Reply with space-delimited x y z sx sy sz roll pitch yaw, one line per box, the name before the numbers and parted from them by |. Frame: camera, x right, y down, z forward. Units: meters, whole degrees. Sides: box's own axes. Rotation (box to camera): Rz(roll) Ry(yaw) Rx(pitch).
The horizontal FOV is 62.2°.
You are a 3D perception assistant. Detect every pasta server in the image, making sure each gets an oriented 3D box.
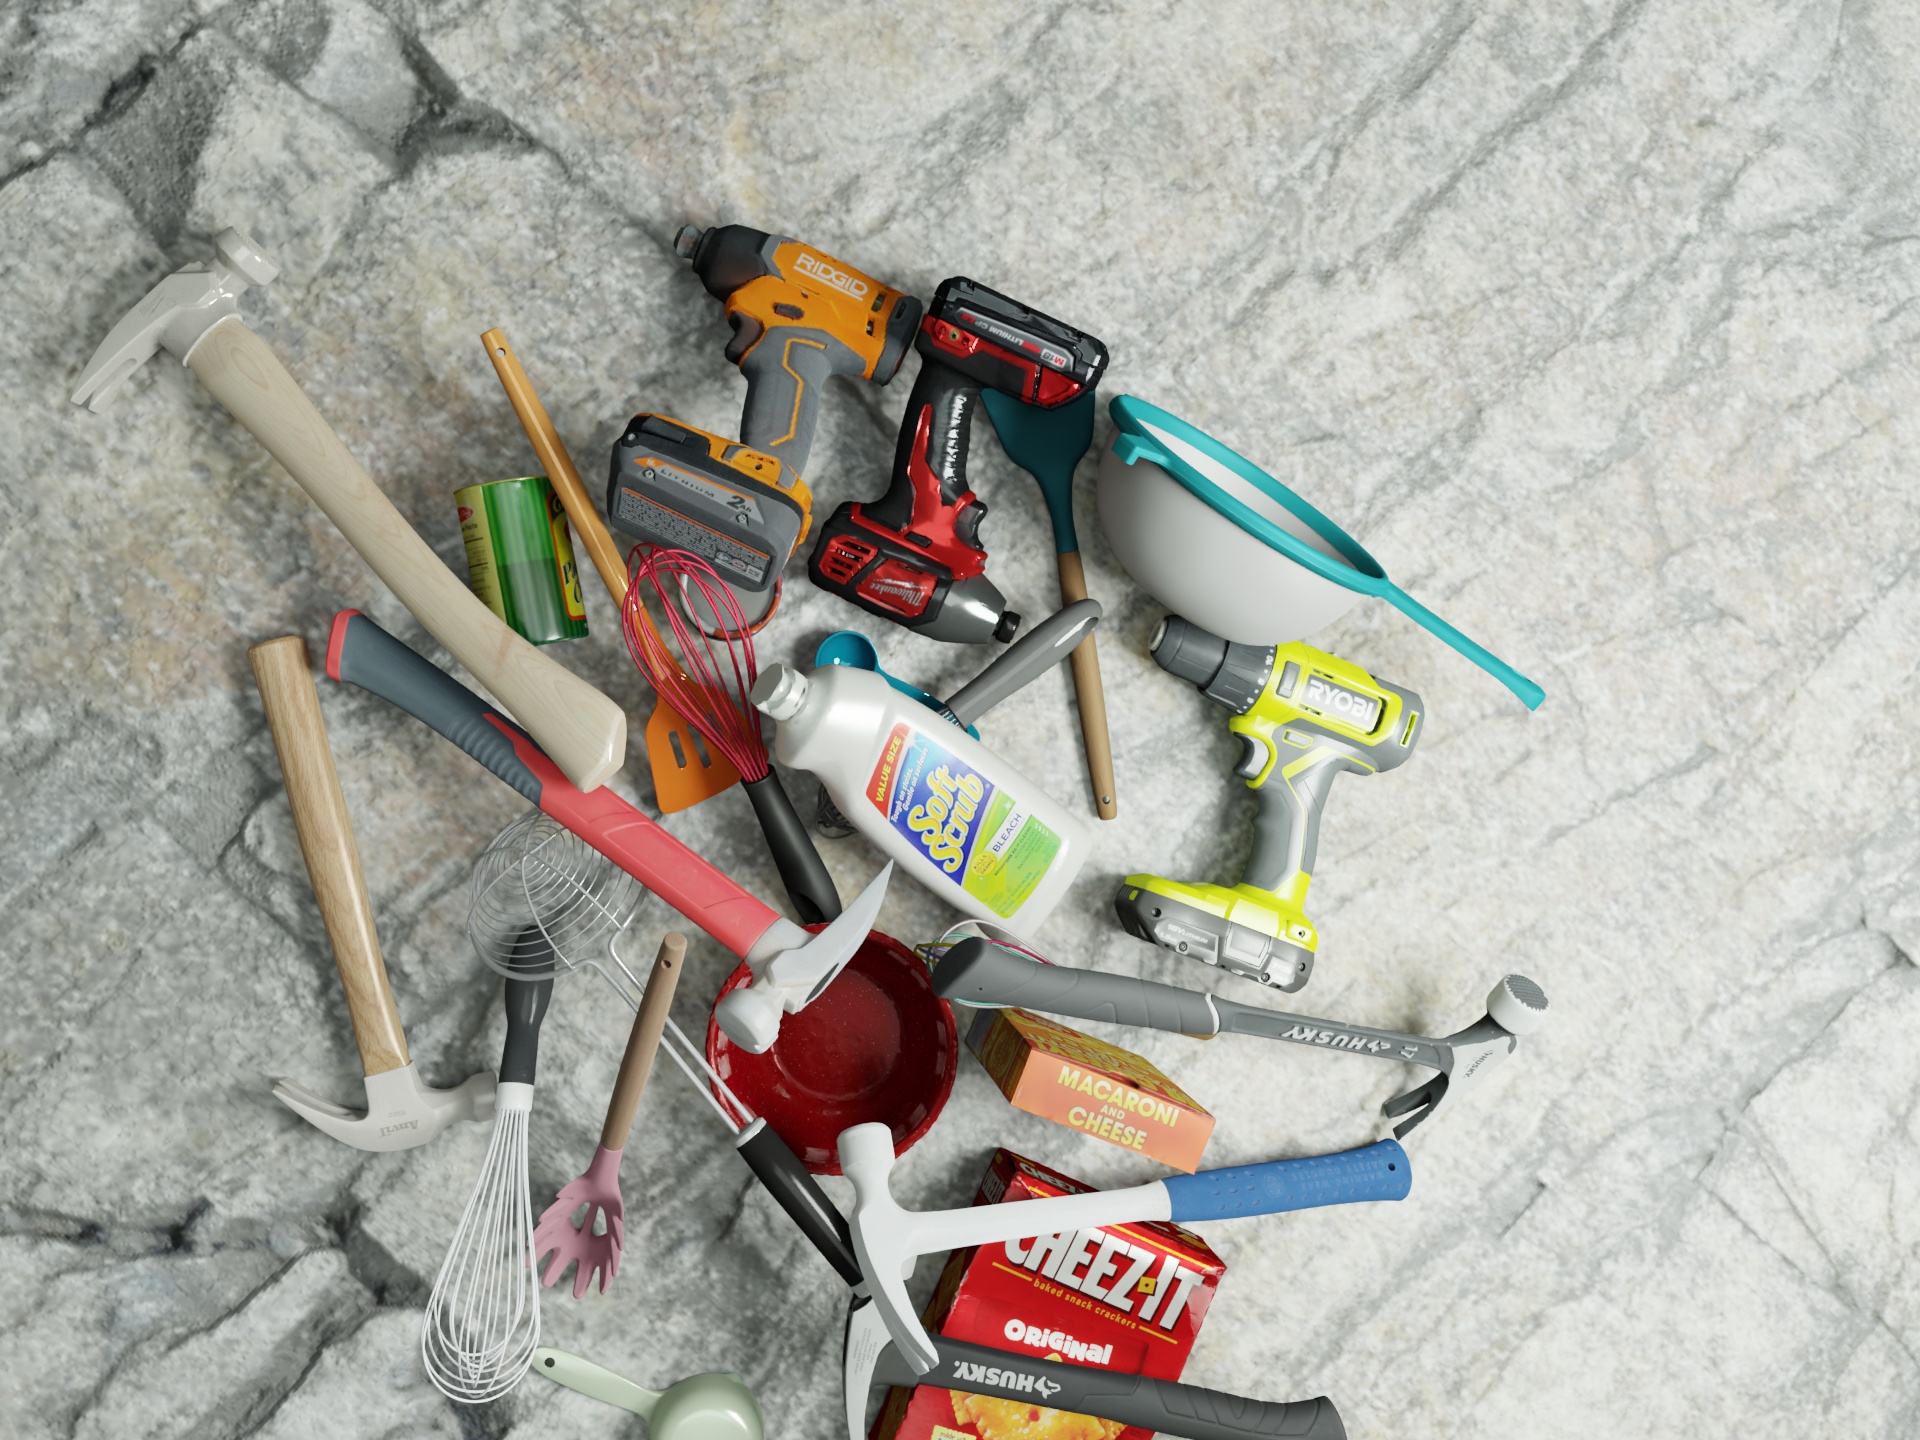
pasta server | -0.206 0.242 0.953 0.060 0.040 0.316 21 126 -3

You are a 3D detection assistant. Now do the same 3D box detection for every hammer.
hammer | 0.123 0.317 1.025 0.405 0.035 0.144 1 59 -25
hammer | 0.087 0.431 1.006 0.334 0.035 0.146 14 85 -6
hammer | -0.357 -0.108 0.957 0.146 0.038 0.411 -44 83 0
hammer | -0.226 0.037 0.970 0.386 0.038 0.143 34 54 13
hammer | -0.394 0.111 1.005 0.130 0.031 0.331 -15 92 -9
hammer | 0.174 0.193 1.019 0.408 0.036 0.149 13 126 -20

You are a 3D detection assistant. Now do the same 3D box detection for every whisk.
whisk | 0.076 0.177 1.039 0.244 0.051 0.047 19 125 -29
whisk | -0.278 0.265 0.979 0.070 0.070 0.285 6 67 -9
whisk | -0.001 -0.002 1.047 0.239 0.055 0.055 -38 96 -2
whisk | -0.135 0.018 0.994 0.073 0.073 0.295 -26 117 -8

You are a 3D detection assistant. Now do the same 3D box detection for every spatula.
spatula | -0.217 -0.091 0.992 0.081 0.041 0.322 -29 106 -14
spatula | 0.074 -0.087 1.070 0.082 0.044 0.317 -9 94 5

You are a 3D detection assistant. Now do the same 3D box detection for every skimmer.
skimmer | -0.169 0.204 0.993 0.127 0.090 0.363 -39 91 -8

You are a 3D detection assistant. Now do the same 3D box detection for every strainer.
strainer | 0.215 -0.078 1.028 0.340 0.211 0.095 33 109 -5

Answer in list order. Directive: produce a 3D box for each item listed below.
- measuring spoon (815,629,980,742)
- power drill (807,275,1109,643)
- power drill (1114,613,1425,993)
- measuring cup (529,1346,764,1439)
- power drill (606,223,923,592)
measuring spoon | -0.041 -0.019 1.069 0.128 0.021 0.042 32 98 -17
power drill | 0.005 -0.158 1.018 0.143 0.078 0.219 26 103 1
power drill | 0.190 0.051 1.074 0.190 0.080 0.228 21 85 -9
measuring cup | -0.205 0.451 1.033 0.167 0.038 0.083 29 86 -10
power drill | -0.136 -0.209 0.991 0.164 0.084 0.227 25 63 -5
